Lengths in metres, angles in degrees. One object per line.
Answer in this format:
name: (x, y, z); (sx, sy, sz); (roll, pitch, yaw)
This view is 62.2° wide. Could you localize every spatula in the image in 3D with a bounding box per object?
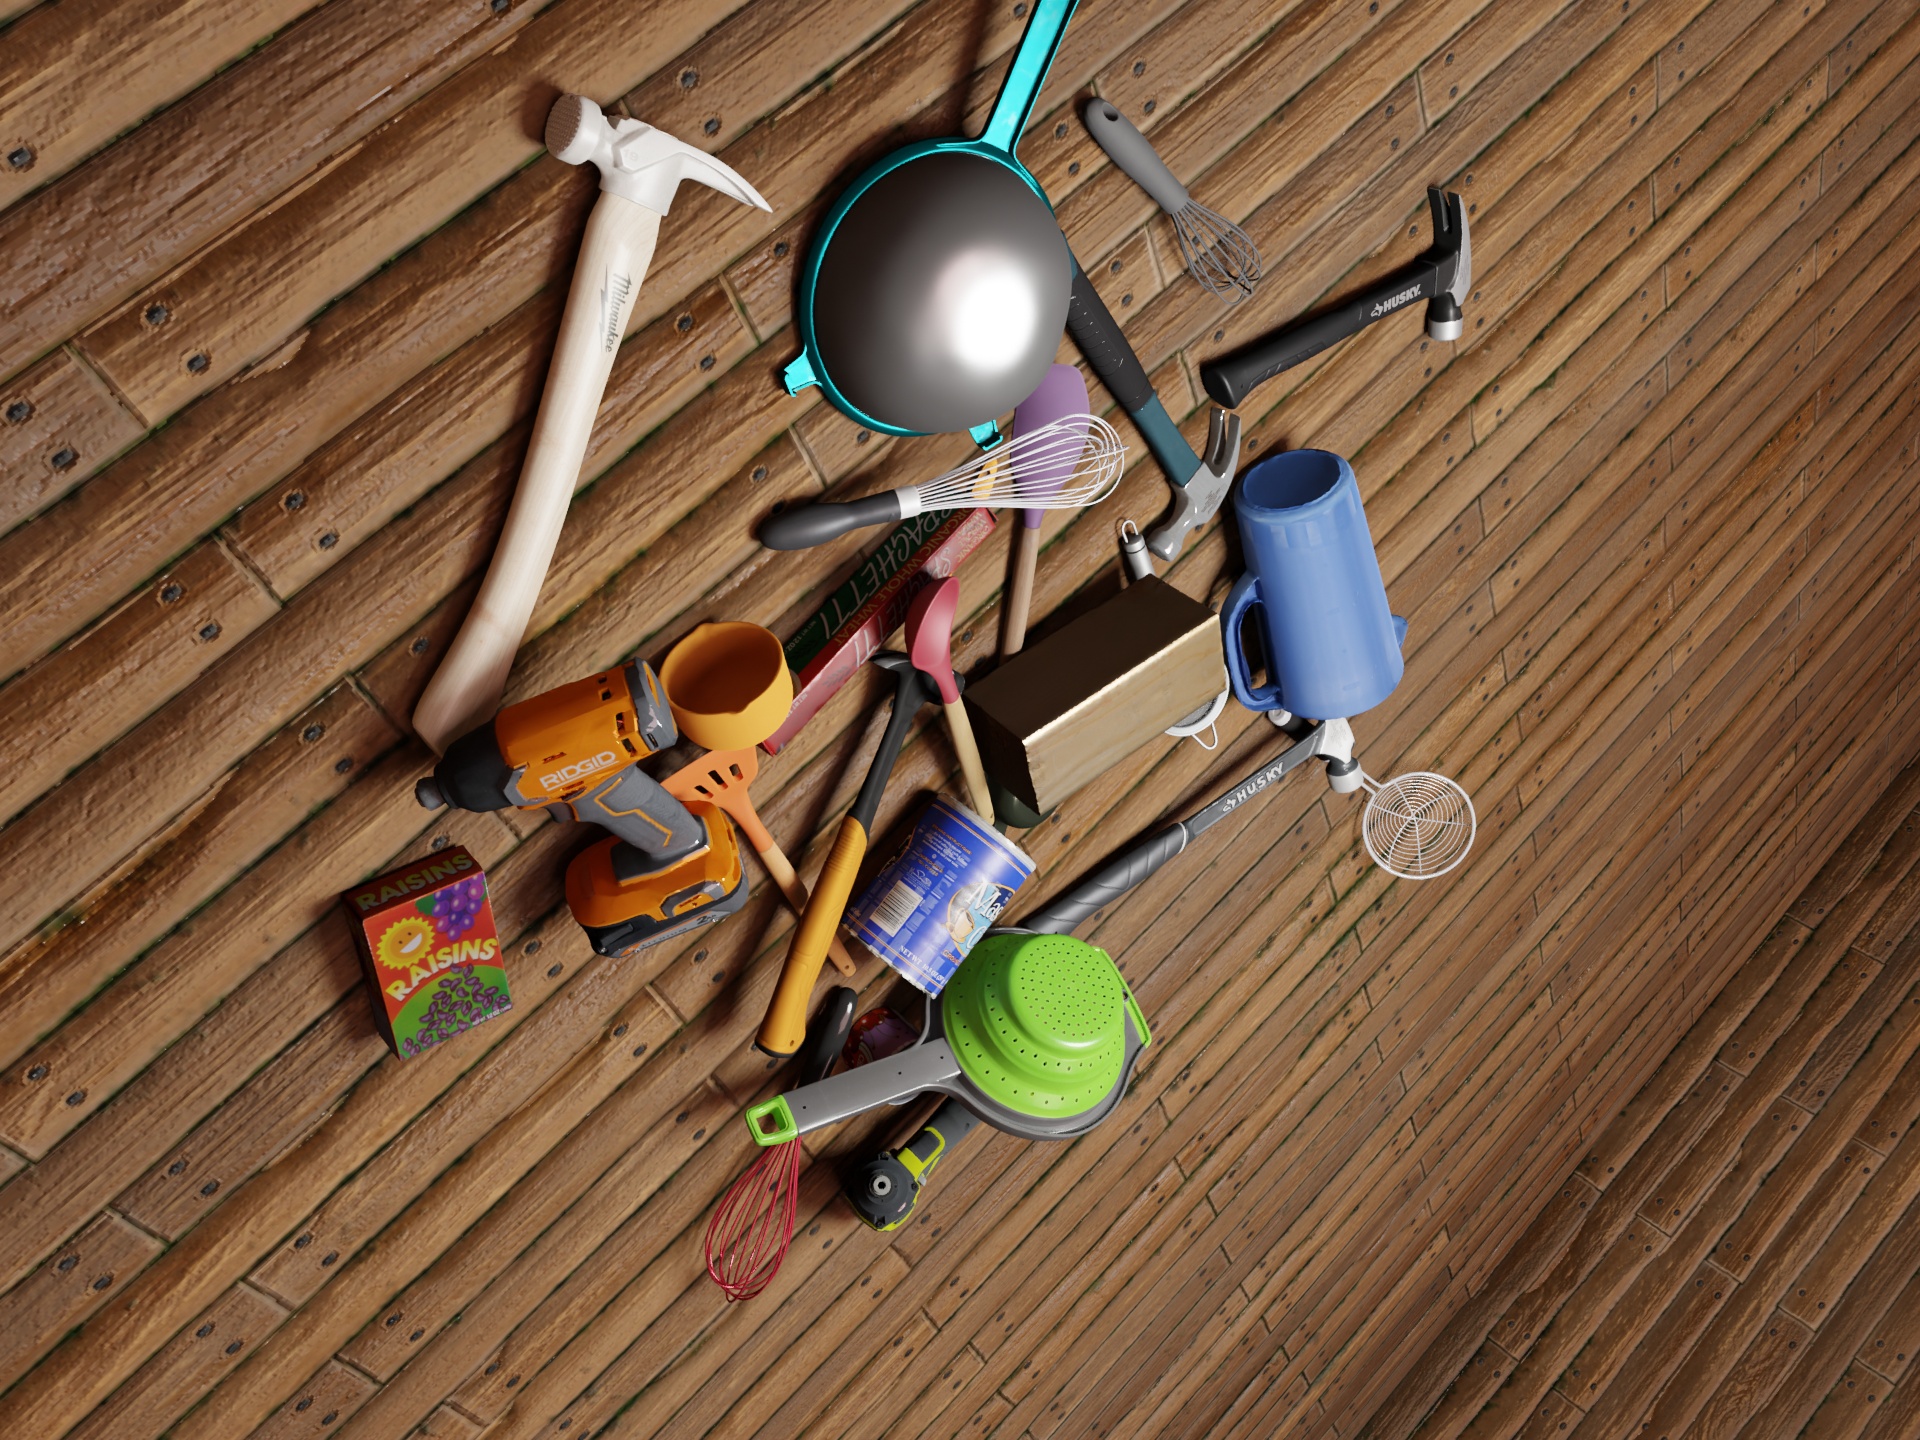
spatula: (0.056, -0.134, 1.292); (0.059, 0.018, 0.315); (5, 117, -8)
spatula: (-0.142, 0.118, 1.246); (0.081, 0.041, 0.322); (-31, 135, -5)

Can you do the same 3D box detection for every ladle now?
ladle: (-0.002, -0.004, 1.261); (0.069, 0.031, 0.315); (-56, 152, -26)

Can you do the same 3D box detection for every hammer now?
hammer: (0.342, -0.361, 1.421); (0.335, 0.035, 0.146); (-30, 132, -27)
hammer: (0.228, 0.101, 1.563); (0.409, 0.036, 0.149); (-32, 119, -18)
hammer: (-0.093, 0.107, 1.247); (0.127, 0.034, 0.337); (15, 97, -61)
hammer: (-0.245, -0.161, 0.990); (0.146, 0.038, 0.410); (9, 108, -47)
hammer: (0.139, -0.268, 1.287); (0.128, 0.033, 0.330); (-52, 137, -6)

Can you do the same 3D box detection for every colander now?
colander: (0.008, 0.269, 1.346); (0.397, 0.205, 0.094); (-13, 152, -32)

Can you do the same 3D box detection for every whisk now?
whisk: (-0.150, 0.367, 1.376); (0.073, 0.073, 0.296); (18, 96, -47)
whisk: (-0.009, -0.166, 1.153); (0.284, 0.070, 0.070); (-16, 126, -14)
whisk: (0.164, -0.399, 1.227); (0.238, 0.055, 0.055); (31, 91, -43)

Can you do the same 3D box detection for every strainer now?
strainer: (0.185, -0.078, 1.438); (0.087, 0.050, 0.258); (-32, 127, -10)
strainer: (0.027, -0.334, 1.064); (0.210, 0.095, 0.340); (8, 115, -38)

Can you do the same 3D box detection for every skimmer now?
skimmer: (0.445, 0.073, 1.727); (0.127, 0.090, 0.362); (-47, 137, 12)

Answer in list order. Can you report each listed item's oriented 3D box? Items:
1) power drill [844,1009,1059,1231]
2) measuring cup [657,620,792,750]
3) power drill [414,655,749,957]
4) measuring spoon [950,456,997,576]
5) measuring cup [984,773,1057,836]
power drill: (-0.012, 0.369, 1.451); (0.223, 0.080, 0.171); (-44, 167, -16)
measuring cup: (-0.199, -0.004, 1.106); (0.173, 0.095, 0.052); (-24, 140, -7)
power drill: (-0.244, 0.065, 1.053); (0.164, 0.084, 0.226); (-22, 141, -2)
measuring spoon: (0.001, -0.153, 1.246); (0.021, 0.011, 0.117); (18, 97, -50)
measuring cup: (0.047, 0.101, 1.413); (0.083, 0.038, 0.167); (2, 110, -44)
